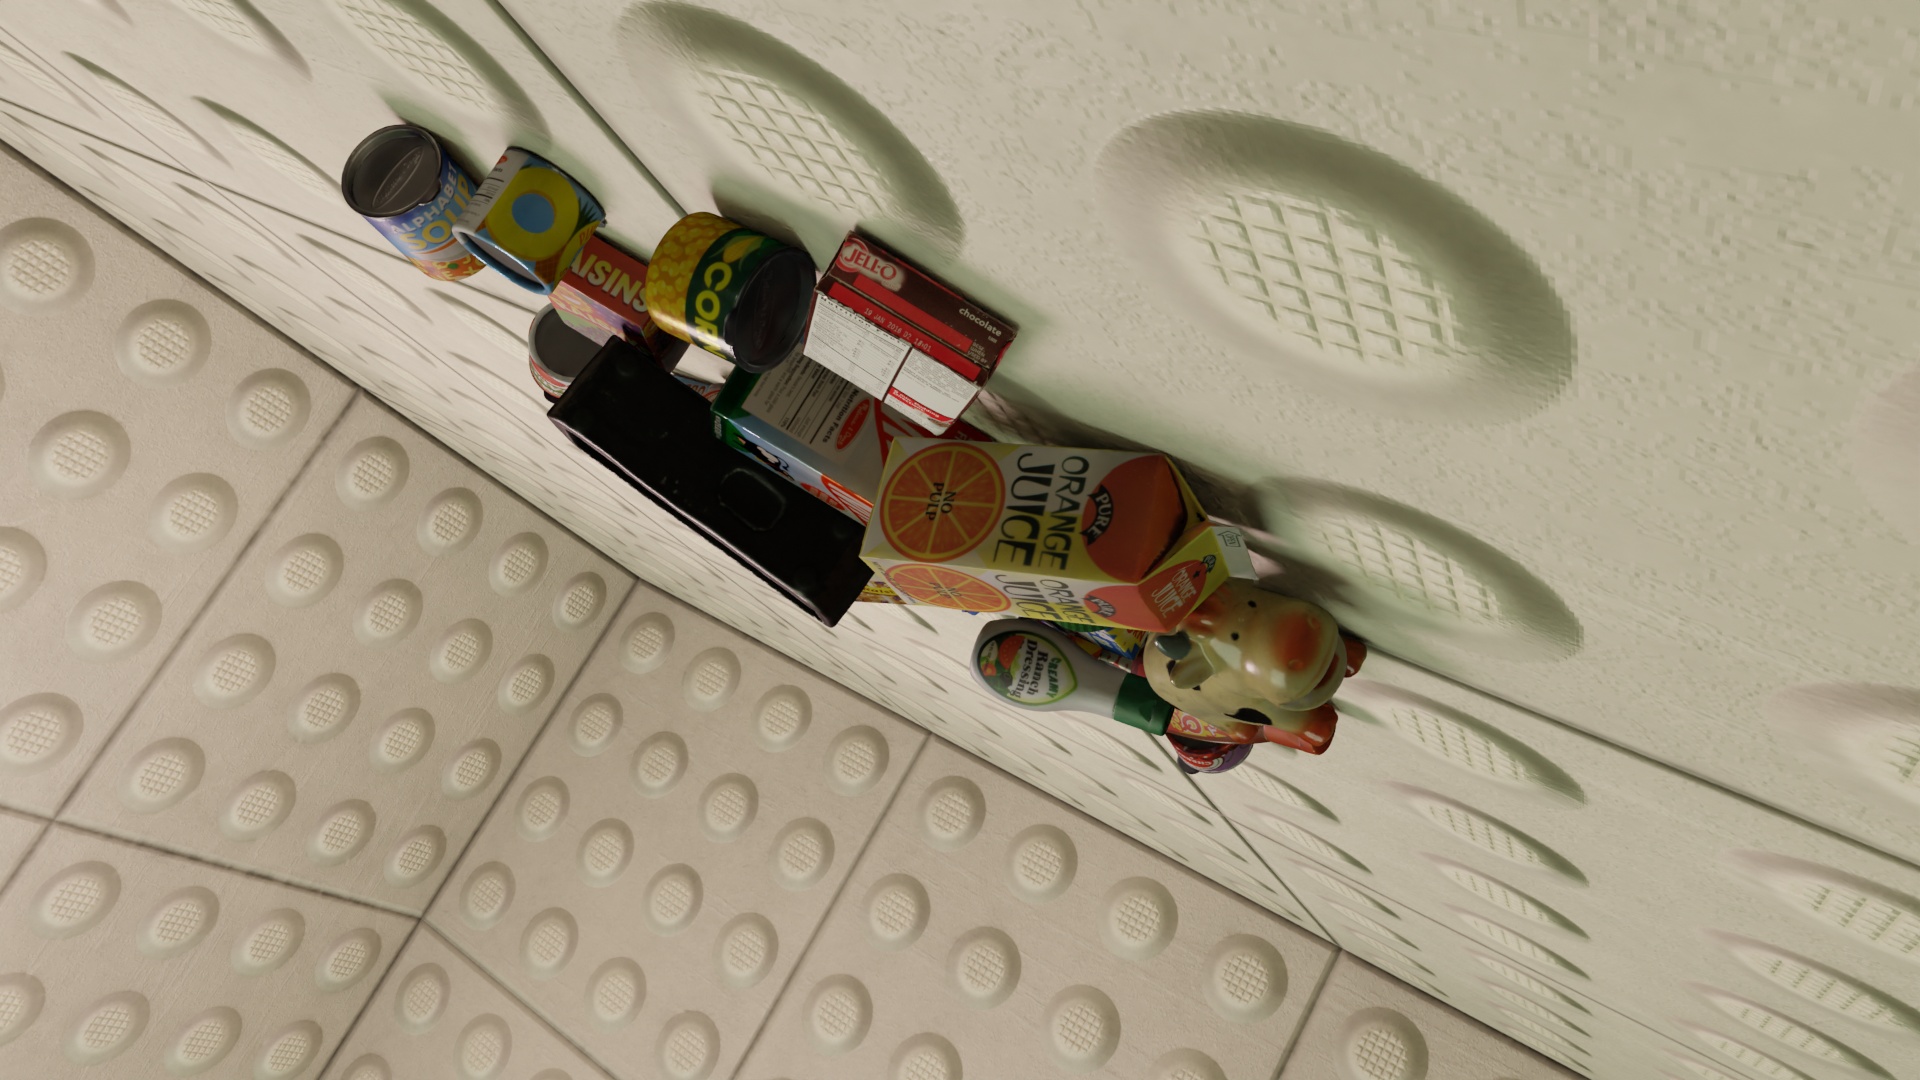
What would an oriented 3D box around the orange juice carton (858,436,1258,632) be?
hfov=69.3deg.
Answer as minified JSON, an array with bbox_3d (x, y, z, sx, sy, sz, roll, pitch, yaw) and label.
[{"bbox_3d":[0.054,-0.002,0.718,0.193,0.073,0.071,5,158,23],"label":"orange juice carton"}]

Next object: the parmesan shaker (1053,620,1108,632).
[{"bbox_3d":[0.070,0.014,0.815,0.071,0.071,0.103,27,168,15],"label":"parmesan shaker"}]

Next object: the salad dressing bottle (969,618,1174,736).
[{"bbox_3d":[0.082,0.101,1.003,0.148,0.064,0.044,17,-174,16],"label":"salad dressing bottle"}]

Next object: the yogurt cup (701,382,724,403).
[{"bbox_3d":[-0.163,-0.080,1.025,0.072,0.072,0.054,38,158,-33],"label":"yogurt cup"}]

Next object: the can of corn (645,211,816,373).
[{"bbox_3d":[-0.117,-0.124,0.696,0.058,0.071,0.071,26,168,22],"label":"can of corn"}]

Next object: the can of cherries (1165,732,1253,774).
[{"bbox_3d":[0.190,0.144,1.074,0.071,0.071,0.058,24,167,26],"label":"can of cherries"}]

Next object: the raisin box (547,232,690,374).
[{"bbox_3d":[-0.227,-0.157,0.913,0.086,0.040,0.123,31,170,1],"label":"raisin box"}]

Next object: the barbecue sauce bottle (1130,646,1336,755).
[{"bbox_3d":[0.194,0.118,0.996,0.148,0.044,0.064,12,117,40],"label":"barbecue sauce bottle"}]

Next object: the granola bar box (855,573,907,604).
[{"bbox_3d":[-0.048,0.011,1.053,0.165,0.039,0.124,2,158,24],"label":"granola bar box"}]

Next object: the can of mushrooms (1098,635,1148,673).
[{"bbox_3d":[0.140,0.095,1.089,0.071,0.033,0.071,29,168,7],"label":"can of mushrooms"}]

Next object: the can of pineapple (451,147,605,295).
[{"bbox_3d":[-0.249,-0.183,0.806,0.071,0.058,0.071,29,168,7],"label":"can of pineapple"}]

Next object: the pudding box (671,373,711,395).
[{"bbox_3d":[-0.202,-0.103,1.105,0.084,0.030,0.049,20,165,43],"label":"pudding box"}]

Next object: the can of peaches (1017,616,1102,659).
[{"bbox_3d":[0.076,0.076,1.083,0.058,0.071,0.071,32,168,-8],"label":"can of peaches"}]

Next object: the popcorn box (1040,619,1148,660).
[{"bbox_3d":[0.074,0.032,0.969,0.085,0.038,0.126,21,165,37],"label":"popcorn box"}]

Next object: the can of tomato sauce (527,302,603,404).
[{"bbox_3d":[-0.299,-0.144,1.068,0.071,0.071,0.083,33,168,-12],"label":"can of tomato sauce"}]

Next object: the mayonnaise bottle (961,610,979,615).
[{"bbox_3d":[-0.041,0.011,1.166,0.148,0.041,0.064,32,170,-12],"label":"mayonnaise bottle"}]

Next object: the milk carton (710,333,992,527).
[{"bbox_3d":[-0.050,-0.051,0.832,0.190,0.073,0.072,31,168,-3],"label":"milk carton"}]

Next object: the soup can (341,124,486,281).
[{"bbox_3d":[-0.338,-0.212,0.885,0.071,0.071,0.083,27,168,17],"label":"soup can"}]
